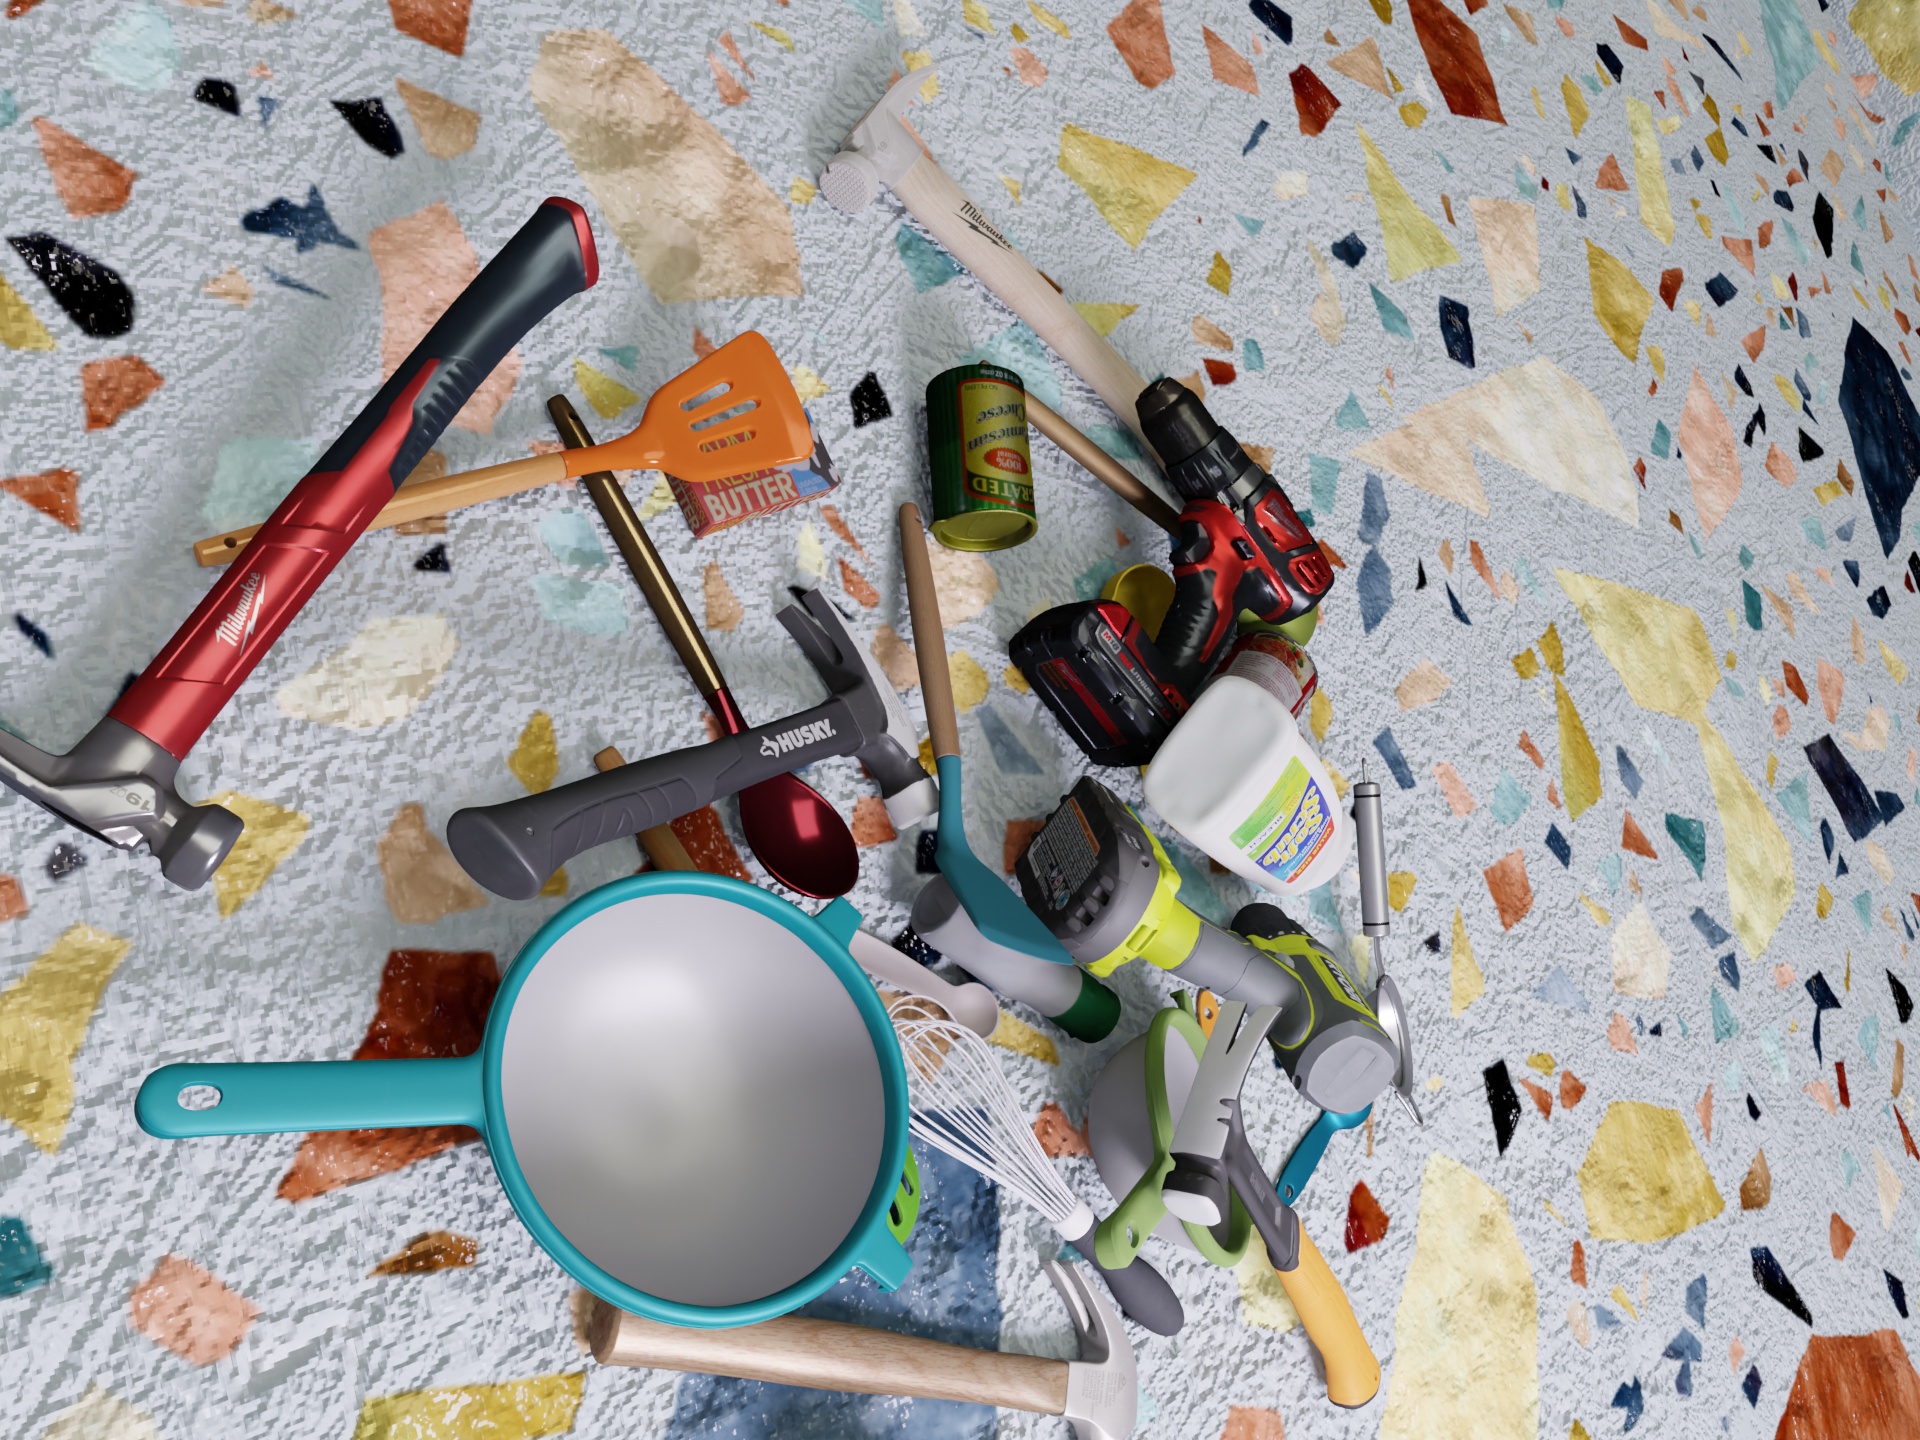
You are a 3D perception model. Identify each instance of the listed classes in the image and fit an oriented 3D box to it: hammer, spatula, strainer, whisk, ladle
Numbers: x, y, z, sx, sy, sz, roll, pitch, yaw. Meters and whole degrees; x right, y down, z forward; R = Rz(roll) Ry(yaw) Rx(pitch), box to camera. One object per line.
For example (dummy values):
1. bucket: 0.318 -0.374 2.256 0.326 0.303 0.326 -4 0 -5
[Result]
1. hammer: 0.197 0.308 0.935 0.336 0.034 0.127 61 43 -38
2. hammer: -0.125 0.019 0.800 0.335 0.035 0.146 -21 83 -60
3. hammer: -0.036 0.333 0.831 0.331 0.031 0.130 22 62 -31
4. spatula: -0.226 -0.130 0.819 0.322 0.041 0.081 -23 86 -34
5. strainer: 0.292 0.155 1.121 0.086 0.050 0.258 4 82 -63
6. strainer: 0.098 0.255 0.897 0.256 0.069 0.151 -11 84 -68
7. whisk: 0.043 0.263 0.906 0.284 0.070 0.070 50 51 -19
8. ladle: 0.132 -0.149 1.131 0.320 0.062 0.078 36 74 -15
9. hammer: 0.081 -0.280 1.134 0.410 0.038 0.146 42 52 -20
10. hammer: -0.299 -0.119 0.742 0.143 0.038 0.386 37 63 -17
11. strainer: -0.190 0.179 0.725 0.340 0.095 0.211 6 60 -31
12. ladle: -0.148 -0.039 0.876 0.069 0.031 0.315 -31 93 -52
13. spatula: -0.001 -0.003 0.927 0.082 0.044 0.318 24 47 -45

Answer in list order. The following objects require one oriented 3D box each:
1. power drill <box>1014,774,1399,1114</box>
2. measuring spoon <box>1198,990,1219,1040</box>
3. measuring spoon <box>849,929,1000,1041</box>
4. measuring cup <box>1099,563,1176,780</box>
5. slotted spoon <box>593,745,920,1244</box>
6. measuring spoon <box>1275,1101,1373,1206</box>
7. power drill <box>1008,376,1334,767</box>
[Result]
1. power drill: 0.149 0.130 0.982 0.228 0.080 0.191 32 14 -18
2. measuring spoon: 0.168 0.236 1.042 0.021 0.011 0.117 6 68 -36
3. measuring spoon: -0.031 0.149 0.914 0.124 0.018 0.034 32 54 -18
4. measuring cup: 0.123 -0.028 1.092 0.062 0.029 0.156 0 87 -29
5. slotted spoon: -0.108 0.150 0.842 0.070 0.031 0.314 -34 95 -38
6. measuring spoon: 0.249 0.284 1.077 0.129 0.021 0.042 -42 102 -40
7. power drill: 0.133 -0.099 1.044 0.227 0.080 0.187 -46 106 -26
